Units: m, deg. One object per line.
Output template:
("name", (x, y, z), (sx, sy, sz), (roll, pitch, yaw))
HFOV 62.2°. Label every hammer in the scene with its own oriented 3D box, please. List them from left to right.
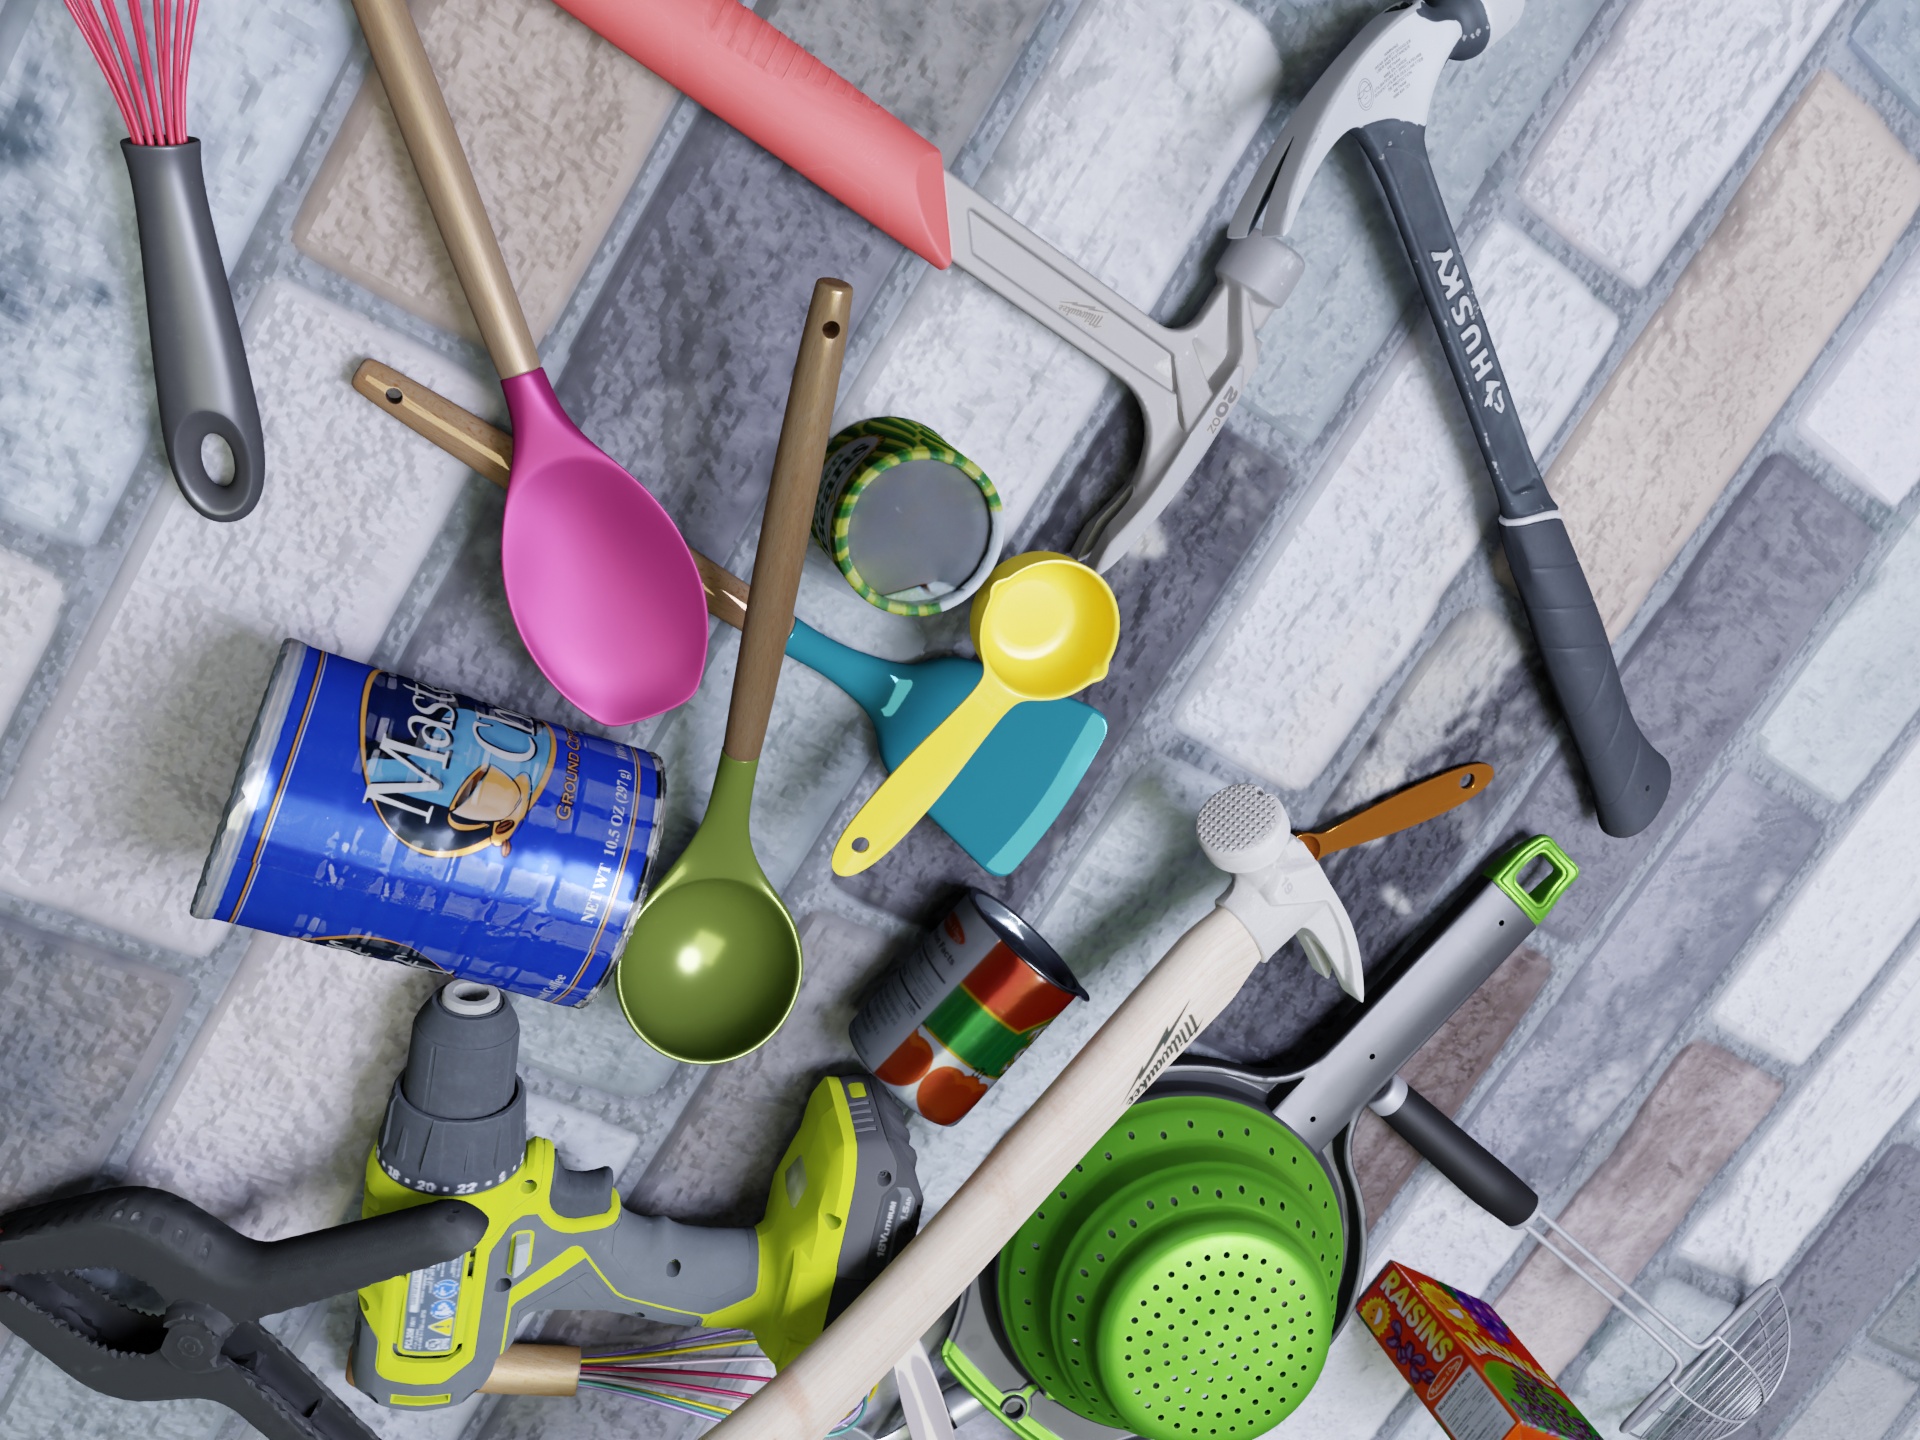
("hammer", (-0.042, -0.197, 0.574), (0.358, 0.037, 0.149), (28, 101, -26))
("hammer", (0.015, 0.212, 0.677), (0.410, 0.038, 0.146), (-45, 132, -9))
("hammer", (0.239, -0.100, 0.688), (0.149, 0.036, 0.408), (-42, 121, -16))

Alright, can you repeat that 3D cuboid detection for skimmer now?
("skimmer", (0.341, 0.295, 0.898), (0.363, 0.090, 0.127), (41, 95, -16))

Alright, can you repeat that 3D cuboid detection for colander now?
("colander", (0.165, 0.212, 0.752), (0.204, 0.094, 0.397), (44, 90, -12))

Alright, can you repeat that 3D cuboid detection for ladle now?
("ladle", (-0.075, -0.004, 0.592), (0.078, 0.062, 0.320), (2, 122, -22))

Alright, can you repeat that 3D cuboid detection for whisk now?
("whisk", (-0.254, -0.201, 0.497), (0.073, 0.073, 0.295), (-6, 119, -15))
("whisk", (-0.156, 0.307, 0.738), (0.245, 0.051, 0.047), (9, 136, -15))

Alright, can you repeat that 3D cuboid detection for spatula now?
("spatula", (-0.086, -0.046, 0.617), (0.317, 0.044, 0.082), (31, 97, -24))

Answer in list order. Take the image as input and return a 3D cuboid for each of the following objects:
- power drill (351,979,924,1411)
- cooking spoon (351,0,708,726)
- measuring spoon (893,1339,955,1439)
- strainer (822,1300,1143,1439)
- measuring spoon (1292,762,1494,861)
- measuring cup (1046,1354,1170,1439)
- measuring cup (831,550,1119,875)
("power drill", (-0.139, 0.205, 0.686), (0.228, 0.080, 0.190), (7, 110, -17))
("cooking spoon", (-0.161, -0.145, 0.550), (0.069, 0.017, 0.318), (-20, 110, -9))
("measuring spoon", (-0.024, 0.319, 0.782), (0.034, 0.018, 0.124), (-17, 97, -8))
("strainer", (-0.017, 0.356, 0.805), (0.258, 0.050, 0.086), (-26, 105, -12))
("measuring spoon", (0.205, 0.044, 0.765), (0.117, 0.011, 0.021), (-21, 116, -12))
("measuring cup", (0.103, 0.394, 0.860), (0.083, 0.038, 0.167), (-44, 119, 3))
("measuring cup", (-0.001, -0.002, 0.630), (0.062, 0.029, 0.156), (38, 99, -25))
